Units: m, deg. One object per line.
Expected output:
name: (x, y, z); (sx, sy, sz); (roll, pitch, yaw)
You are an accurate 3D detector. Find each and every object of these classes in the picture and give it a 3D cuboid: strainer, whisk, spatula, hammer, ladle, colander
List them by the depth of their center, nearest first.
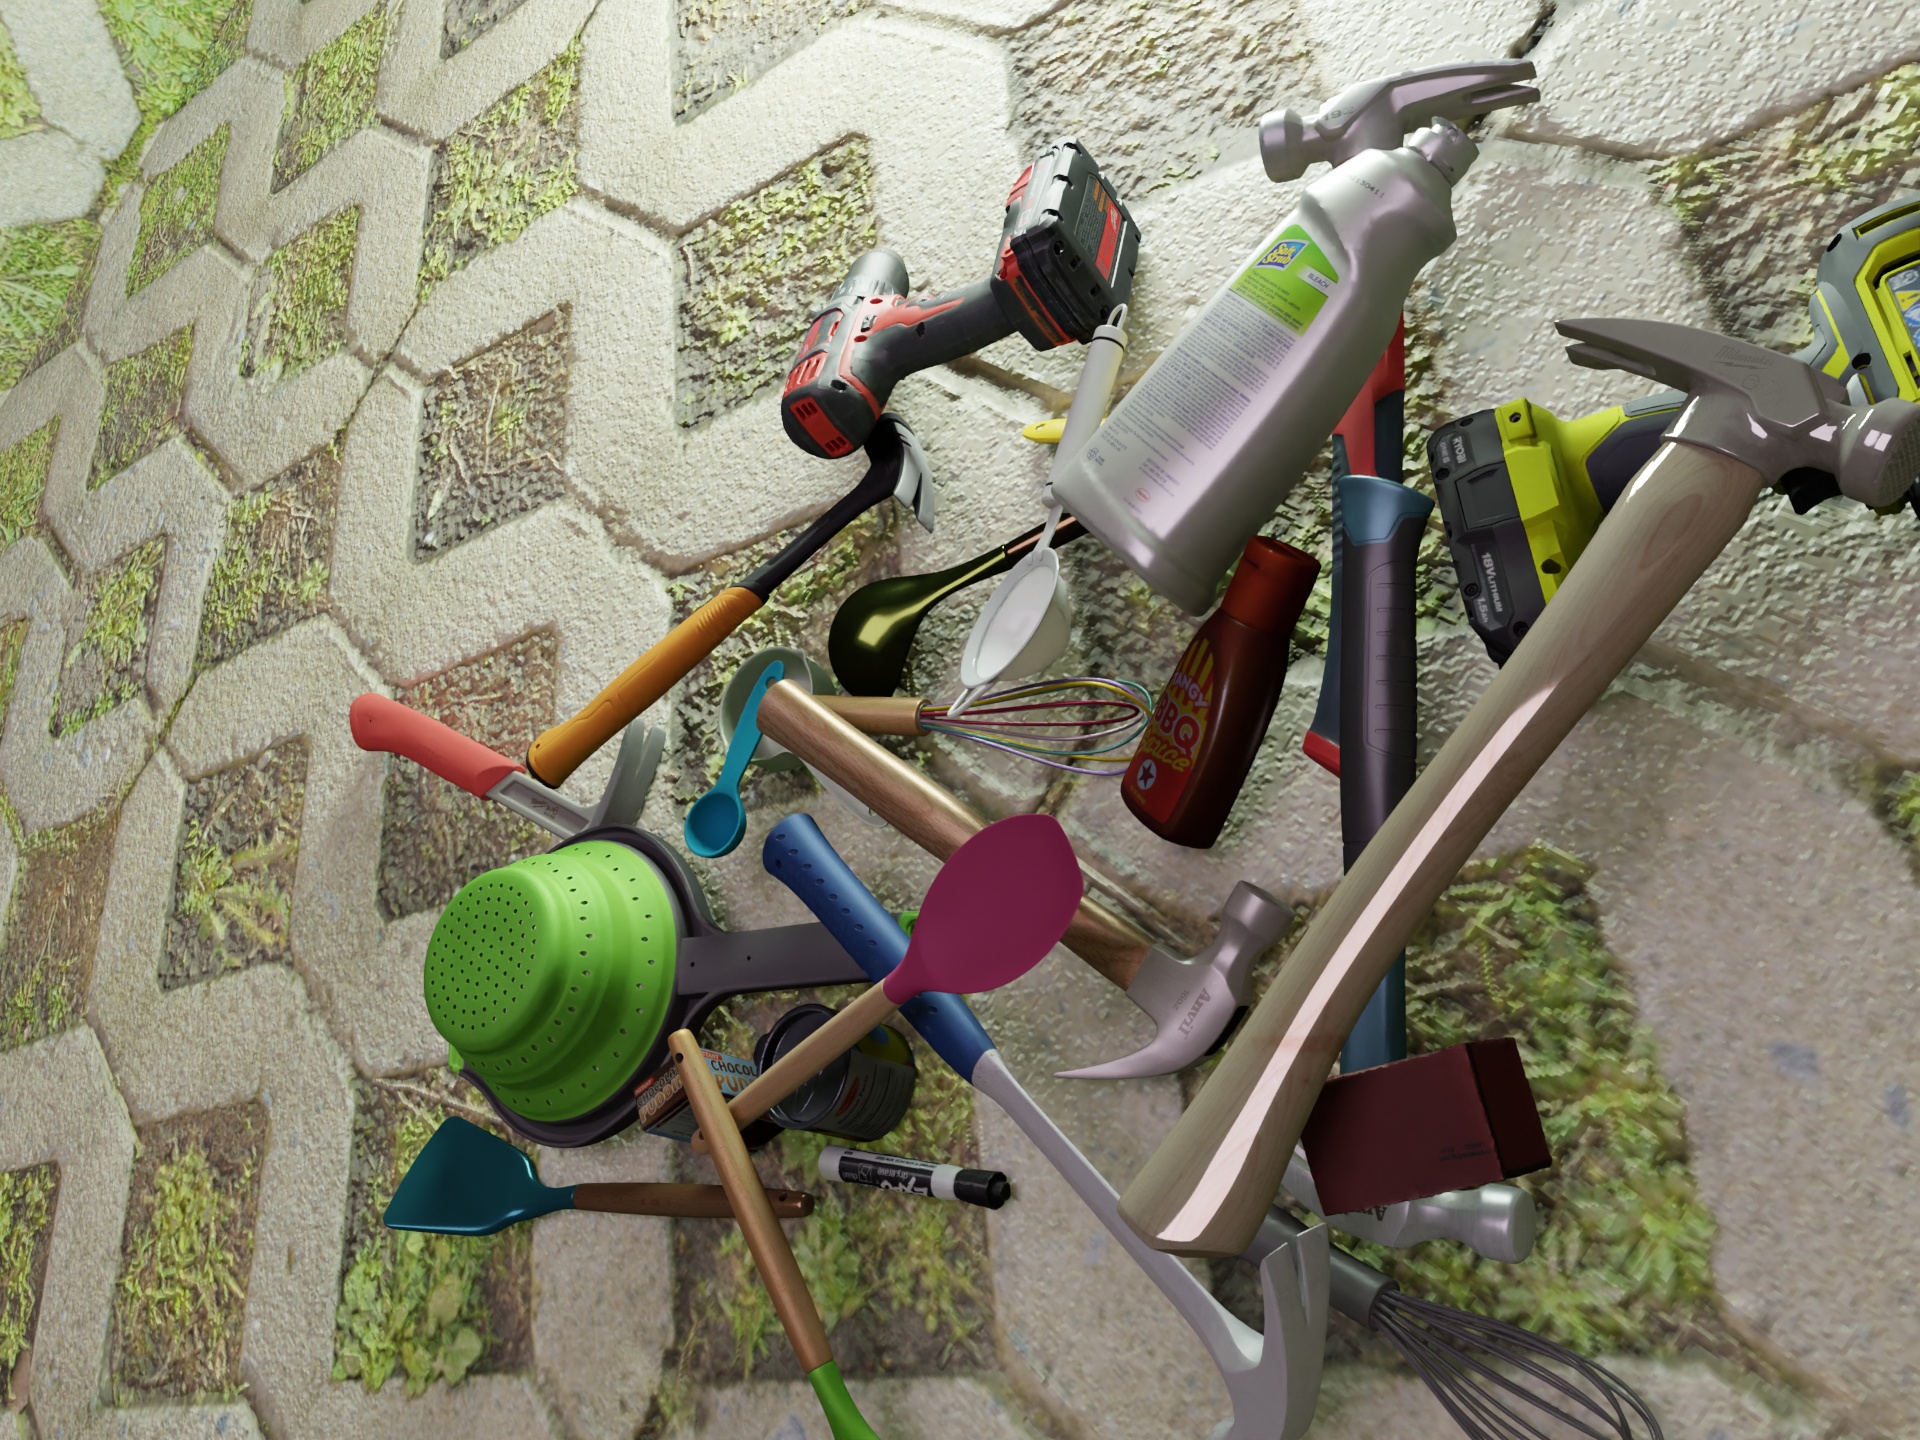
hammer: (0.185, 0.026, 0.614); (0.146, 0.038, 0.410); (36, 89, 41)
whisk: (0.170, 0.242, 0.651); (0.239, 0.055, 0.055); (21, 85, 47)
hammer: (0.182, 0.055, 0.690); (0.128, 0.033, 0.331); (-3, 81, 39)
hammer: (0.020, 0.167, 0.753); (0.406, 0.035, 0.144); (42, 135, 40)
hammer: (0.217, -0.153, 0.788); (0.143, 0.038, 0.386); (-5, 70, 27)
hammer: (0.008, 0.070, 0.831); (0.332, 0.031, 0.130); (33, 98, 32)
strainer: (0.054, -0.112, 0.858); (0.087, 0.050, 0.258); (-10, 59, 64)
whisk: (-0.002, -0.005, 0.884); (0.245, 0.047, 0.051); (2, 68, 32)
ladle: (0.057, -0.098, 0.906); (0.320, 0.062, 0.078); (-25, 44, 21)
colander: (-0.188, 0.140, 0.933); (0.397, 0.094, 0.205); (-11, 66, 30)
spatula: (-0.216, 0.281, 0.951); (0.317, 0.044, 0.082); (-10, 37, 34)
hammer: (-0.153, -0.061, 1.017); (0.337, 0.034, 0.127); (-38, 30, 15)
hammer: (-0.357, 0.028, 1.186); (0.359, 0.036, 0.149); (20, 84, 42)

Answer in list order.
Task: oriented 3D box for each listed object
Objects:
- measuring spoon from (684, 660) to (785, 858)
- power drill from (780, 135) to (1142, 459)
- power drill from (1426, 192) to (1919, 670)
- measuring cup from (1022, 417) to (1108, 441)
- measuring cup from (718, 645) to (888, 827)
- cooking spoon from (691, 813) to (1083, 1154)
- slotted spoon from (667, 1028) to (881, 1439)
measuring spoon: (-0.129, 0.025, 0.965); (0.042, 0.021, 0.129); (12, 74, 34)
power drill: (-0.005, -0.268, 0.989); (0.227, 0.080, 0.188); (-20, 39, 32)
power drill: (0.325, -0.090, 0.651); (0.228, 0.080, 0.191); (-20, 59, 29)
measuring cup: (0.087, -0.177, 0.906); (0.157, 0.029, 0.062); (8, 47, 47)
measuring cup: (-0.084, 0.019, 0.968); (0.168, 0.038, 0.083); (41, 98, 37)
cooking spoon: (-0.046, 0.143, 0.774); (0.319, 0.017, 0.069); (-42, 57, 35)
slotted spoon: (-0.078, 0.295, 0.789); (0.070, 0.031, 0.314); (-36, 69, 21)
